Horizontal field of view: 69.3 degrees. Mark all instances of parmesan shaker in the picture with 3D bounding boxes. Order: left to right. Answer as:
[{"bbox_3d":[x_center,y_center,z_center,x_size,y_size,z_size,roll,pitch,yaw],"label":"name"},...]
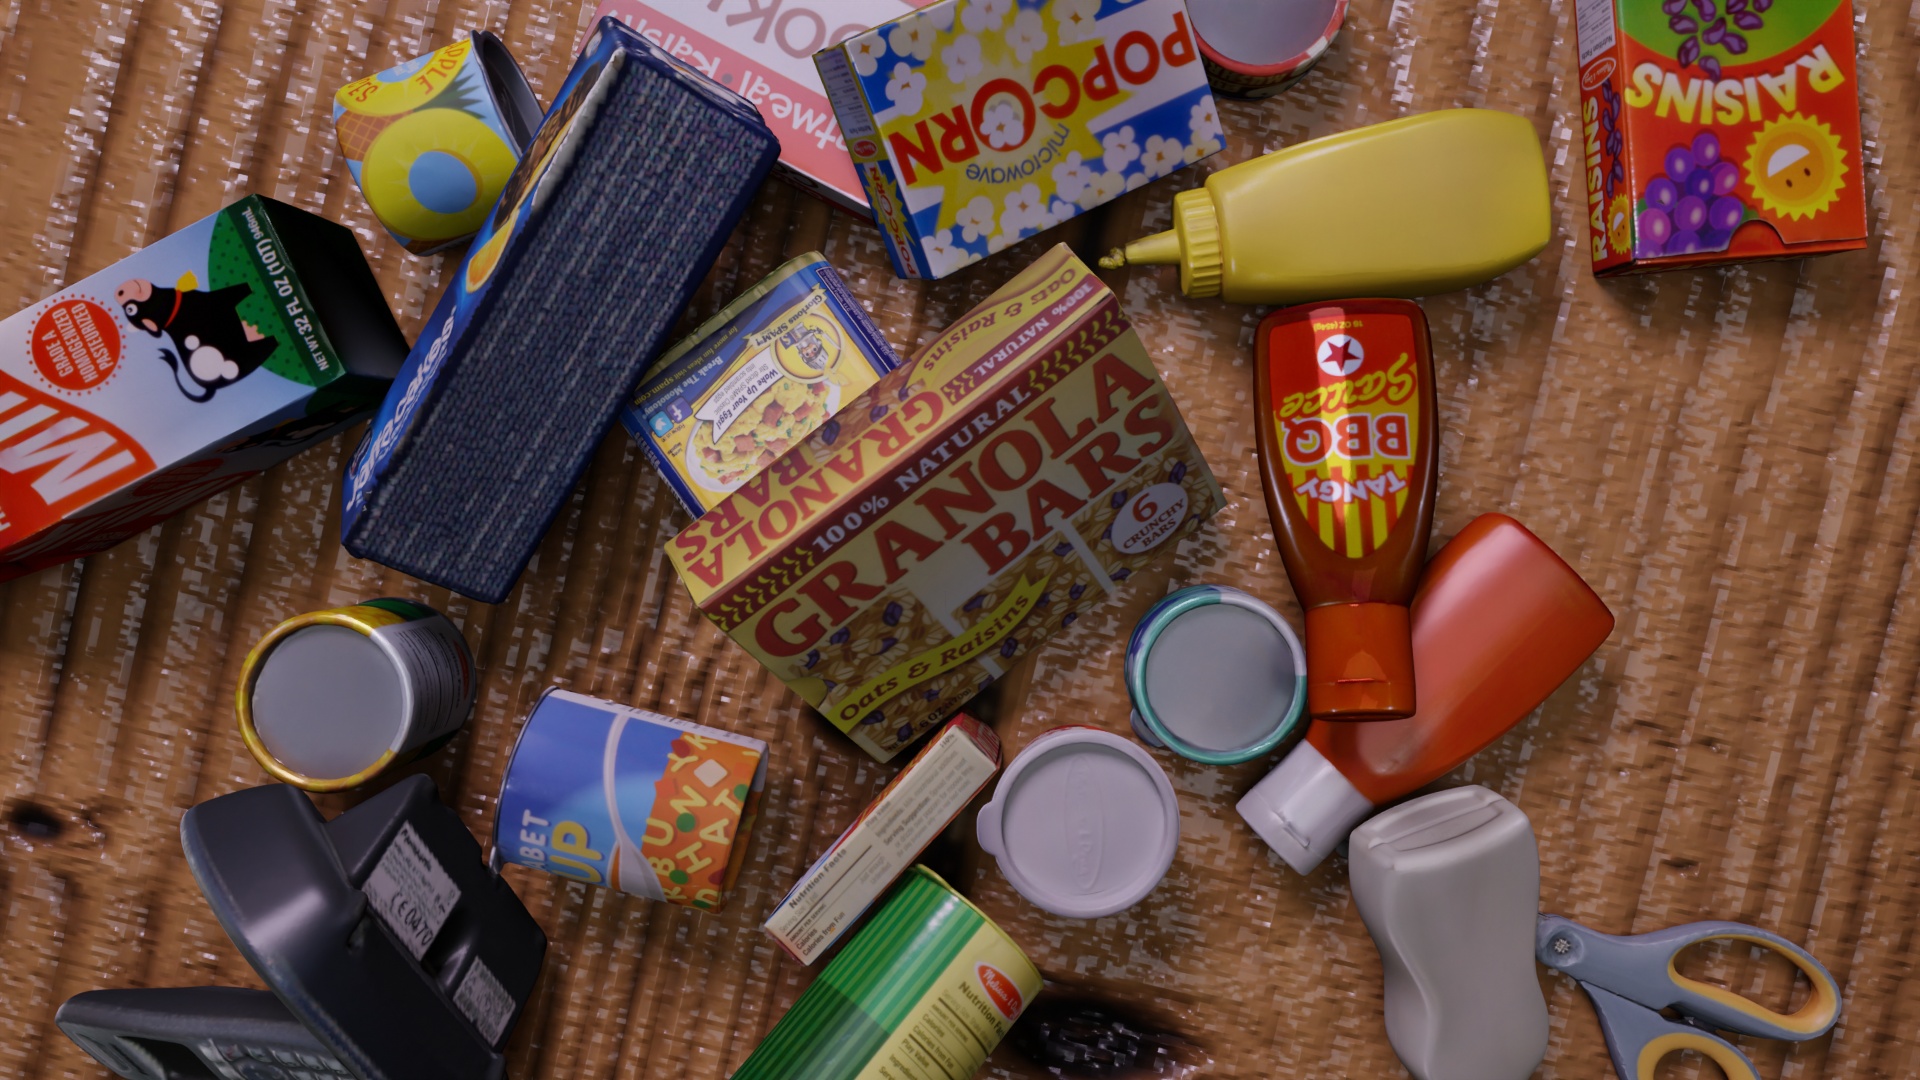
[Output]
[{"bbox_3d":[-0.029,0.176,0.496,0.071,0.071,0.103,44,68,-1],"label":"parmesan shaker"}]

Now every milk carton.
[{"bbox_3d":[-0.307,-0.047,0.510,0.190,0.073,0.072,-25,92,2],"label":"milk carton"}]

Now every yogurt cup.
[{"bbox_3d":[0.045,0.100,0.517,0.072,0.054,0.072,0,92,1],"label":"yogurt cup"}]

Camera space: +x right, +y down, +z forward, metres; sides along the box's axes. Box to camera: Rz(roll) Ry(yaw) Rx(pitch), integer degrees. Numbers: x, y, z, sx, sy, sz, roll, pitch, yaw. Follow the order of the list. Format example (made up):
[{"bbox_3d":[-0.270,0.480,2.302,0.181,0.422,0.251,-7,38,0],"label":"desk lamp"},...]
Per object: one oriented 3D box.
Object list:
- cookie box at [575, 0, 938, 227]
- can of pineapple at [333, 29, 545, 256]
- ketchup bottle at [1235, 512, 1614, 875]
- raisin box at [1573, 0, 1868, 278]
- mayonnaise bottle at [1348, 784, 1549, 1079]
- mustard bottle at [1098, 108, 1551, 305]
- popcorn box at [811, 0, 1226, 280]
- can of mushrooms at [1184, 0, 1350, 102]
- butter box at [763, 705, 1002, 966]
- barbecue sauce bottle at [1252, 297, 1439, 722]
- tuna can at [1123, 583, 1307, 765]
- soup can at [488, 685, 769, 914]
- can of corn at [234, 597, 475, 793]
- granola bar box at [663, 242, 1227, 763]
[{"bbox_3d":[-0.048,-0.220,0.517,0.123,0.040,0.167,27,91,0],"label":"cookie box"},{"bbox_3d":[-0.185,-0.145,0.507,0.058,0.071,0.071,-20,92,2],"label":"can of pineapple"},{"bbox_3d":[0.168,0.061,0.519,0.149,0.043,0.065,-45,88,2],"label":"ketchup bottle"},{"bbox_3d":[0.279,-0.163,0.512,0.086,0.040,0.123,-5,92,0],"label":"raisin box"},{"bbox_3d":[0.182,0.166,0.507,0.065,0.041,0.147,-17,108,-11],"label":"mayonnaise bottle"},{"bbox_3d":[0.130,-0.117,0.512,0.160,0.049,0.065,-8,91,2],"label":"mustard bottle"},{"bbox_3d":[0.024,-0.155,0.491,0.127,0.038,0.085,-27,111,-14],"label":"popcorn box"},{"bbox_3d":[0.108,-0.199,0.517,0.071,0.033,0.071,0,92,0],"label":"can of mushrooms"},{"bbox_3d":[-0.026,0.109,0.520,0.024,0.053,0.103,43,92,2],"label":"butter box"},{"bbox_3d":[0.140,-0.011,0.498,0.065,0.043,0.149,-3,76,14],"label":"barbecue sauce bottle"},{"bbox_3d":[0.094,0.052,0.526,0.071,0.033,0.071,0,92,1],"label":"tuna can"},{"bbox_3d":[-0.121,0.099,0.513,0.084,0.071,0.071,14,92,0],"label":"soup can"},{"bbox_3d":[-0.227,0.057,0.519,0.071,0.058,0.071,0,92,1],"label":"can of corn"},{"bbox_3d":[0.002,-0.006,0.485,0.165,0.124,0.039,-37,48,2],"label":"granola bar box"}]
